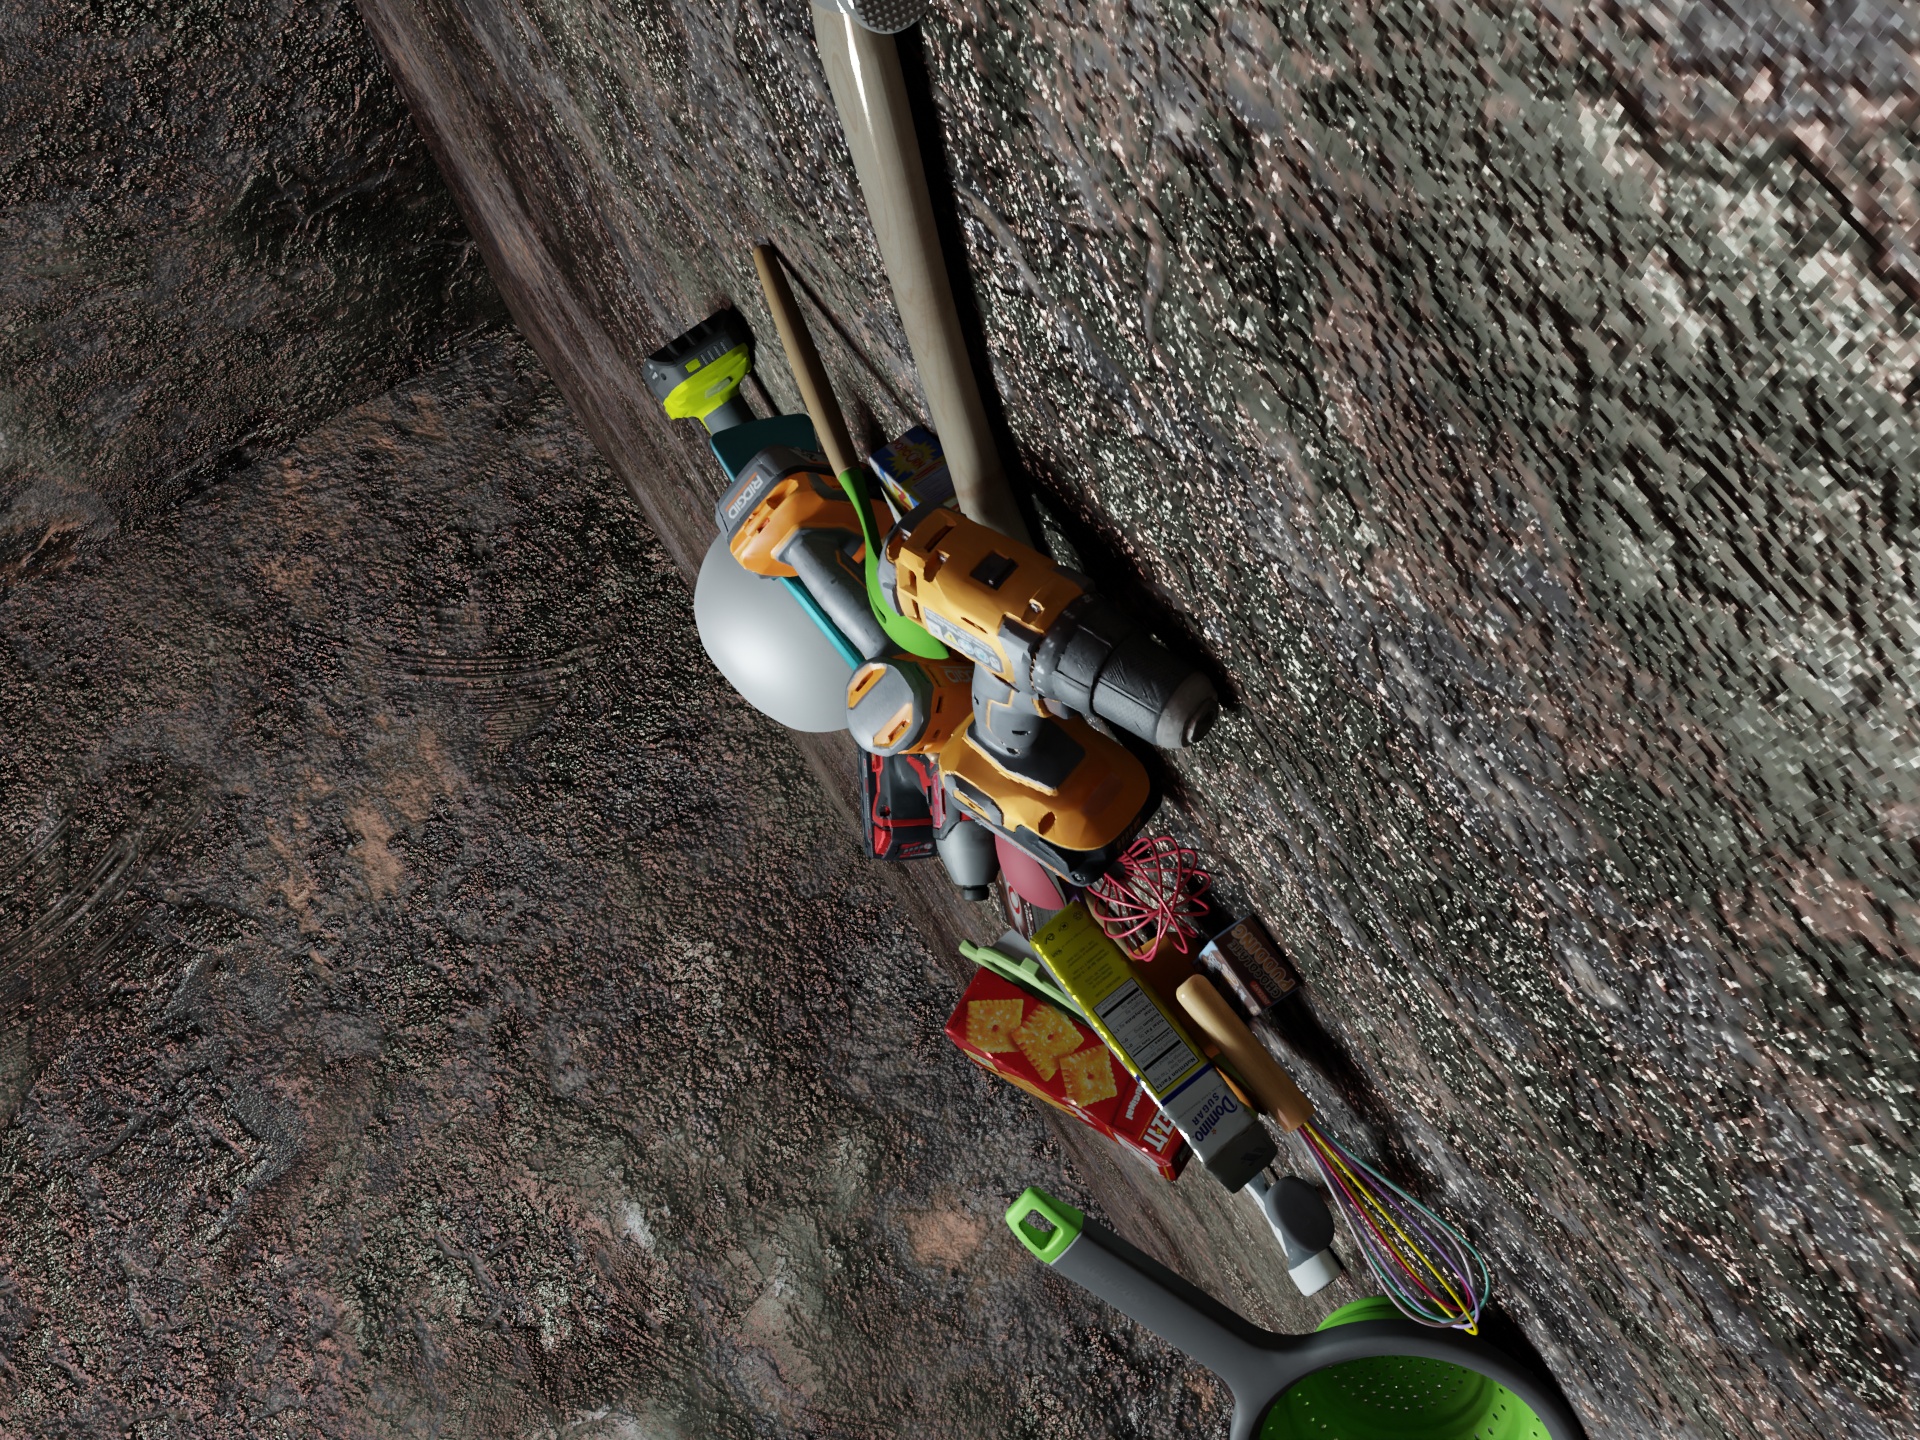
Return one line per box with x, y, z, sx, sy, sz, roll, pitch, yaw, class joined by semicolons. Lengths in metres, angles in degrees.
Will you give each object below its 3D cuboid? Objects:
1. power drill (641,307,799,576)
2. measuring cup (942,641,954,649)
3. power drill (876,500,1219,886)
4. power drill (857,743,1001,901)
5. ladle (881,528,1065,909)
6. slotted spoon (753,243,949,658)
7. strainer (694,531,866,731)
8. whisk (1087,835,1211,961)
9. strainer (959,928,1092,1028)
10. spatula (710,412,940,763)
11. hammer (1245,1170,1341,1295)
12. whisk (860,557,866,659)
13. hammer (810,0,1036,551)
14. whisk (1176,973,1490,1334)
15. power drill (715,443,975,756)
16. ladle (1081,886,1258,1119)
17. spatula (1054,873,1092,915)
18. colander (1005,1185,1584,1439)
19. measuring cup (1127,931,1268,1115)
-0.162;-0.215;1.296;0.223;0.080;0.171;56;172;-12;power drill
-0.002;-0.004;1.119;0.168;0.038;0.083;40;130;36;measuring cup
0.055;0.000;0.836;0.185;0.084;0.226;32;157;27;power drill
-0.017;0.069;1.302;0.220;0.078;0.143;177;89;-71;power drill
0.001;-0.002;1.172;0.069;0.031;0.315;141;107;-79;ladle
-0.075;-0.168;0.962;0.070;0.031;0.314;57;-170;-67;slotted spoon
-0.172;-0.086;1.323;0.210;0.095;0.341;52;175;-32;strainer
0.104;0.098;1.021;0.073;0.073;0.296;58;177;-5;whisk
0.072;0.207;1.397;0.151;0.069;0.256;37;170;-23;strainer
-0.085;-0.097;1.141;0.318;0.082;0.044;58;153;30;spatula
0.219;0.330;1.089;0.149;0.036;0.408;56;178;19;hammer
-0.060;-0.083;1.311;0.059;0.058;0.246;19;156;12;whisk
-0.020;-0.199;0.745;0.146;0.038;0.410;52;169;36;hammer
0.208;0.242;0.894;0.245;0.051;0.047;51;-162;10;whisk
-0.048;-0.073;1.057;0.164;0.084;0.227;-1;-130;-55;power drill
0.129;0.197;1.203;0.320;0.062;0.078;50;161;51;ladle
0.069;0.092;1.154;0.060;0.018;0.316;-163;50;-78;spatula
0.201;0.376;0.961;0.397;0.204;0.094;35;-155;-5;colander
0.166;0.197;1.027;0.095;0.052;0.174;62;167;-26;measuring cup
